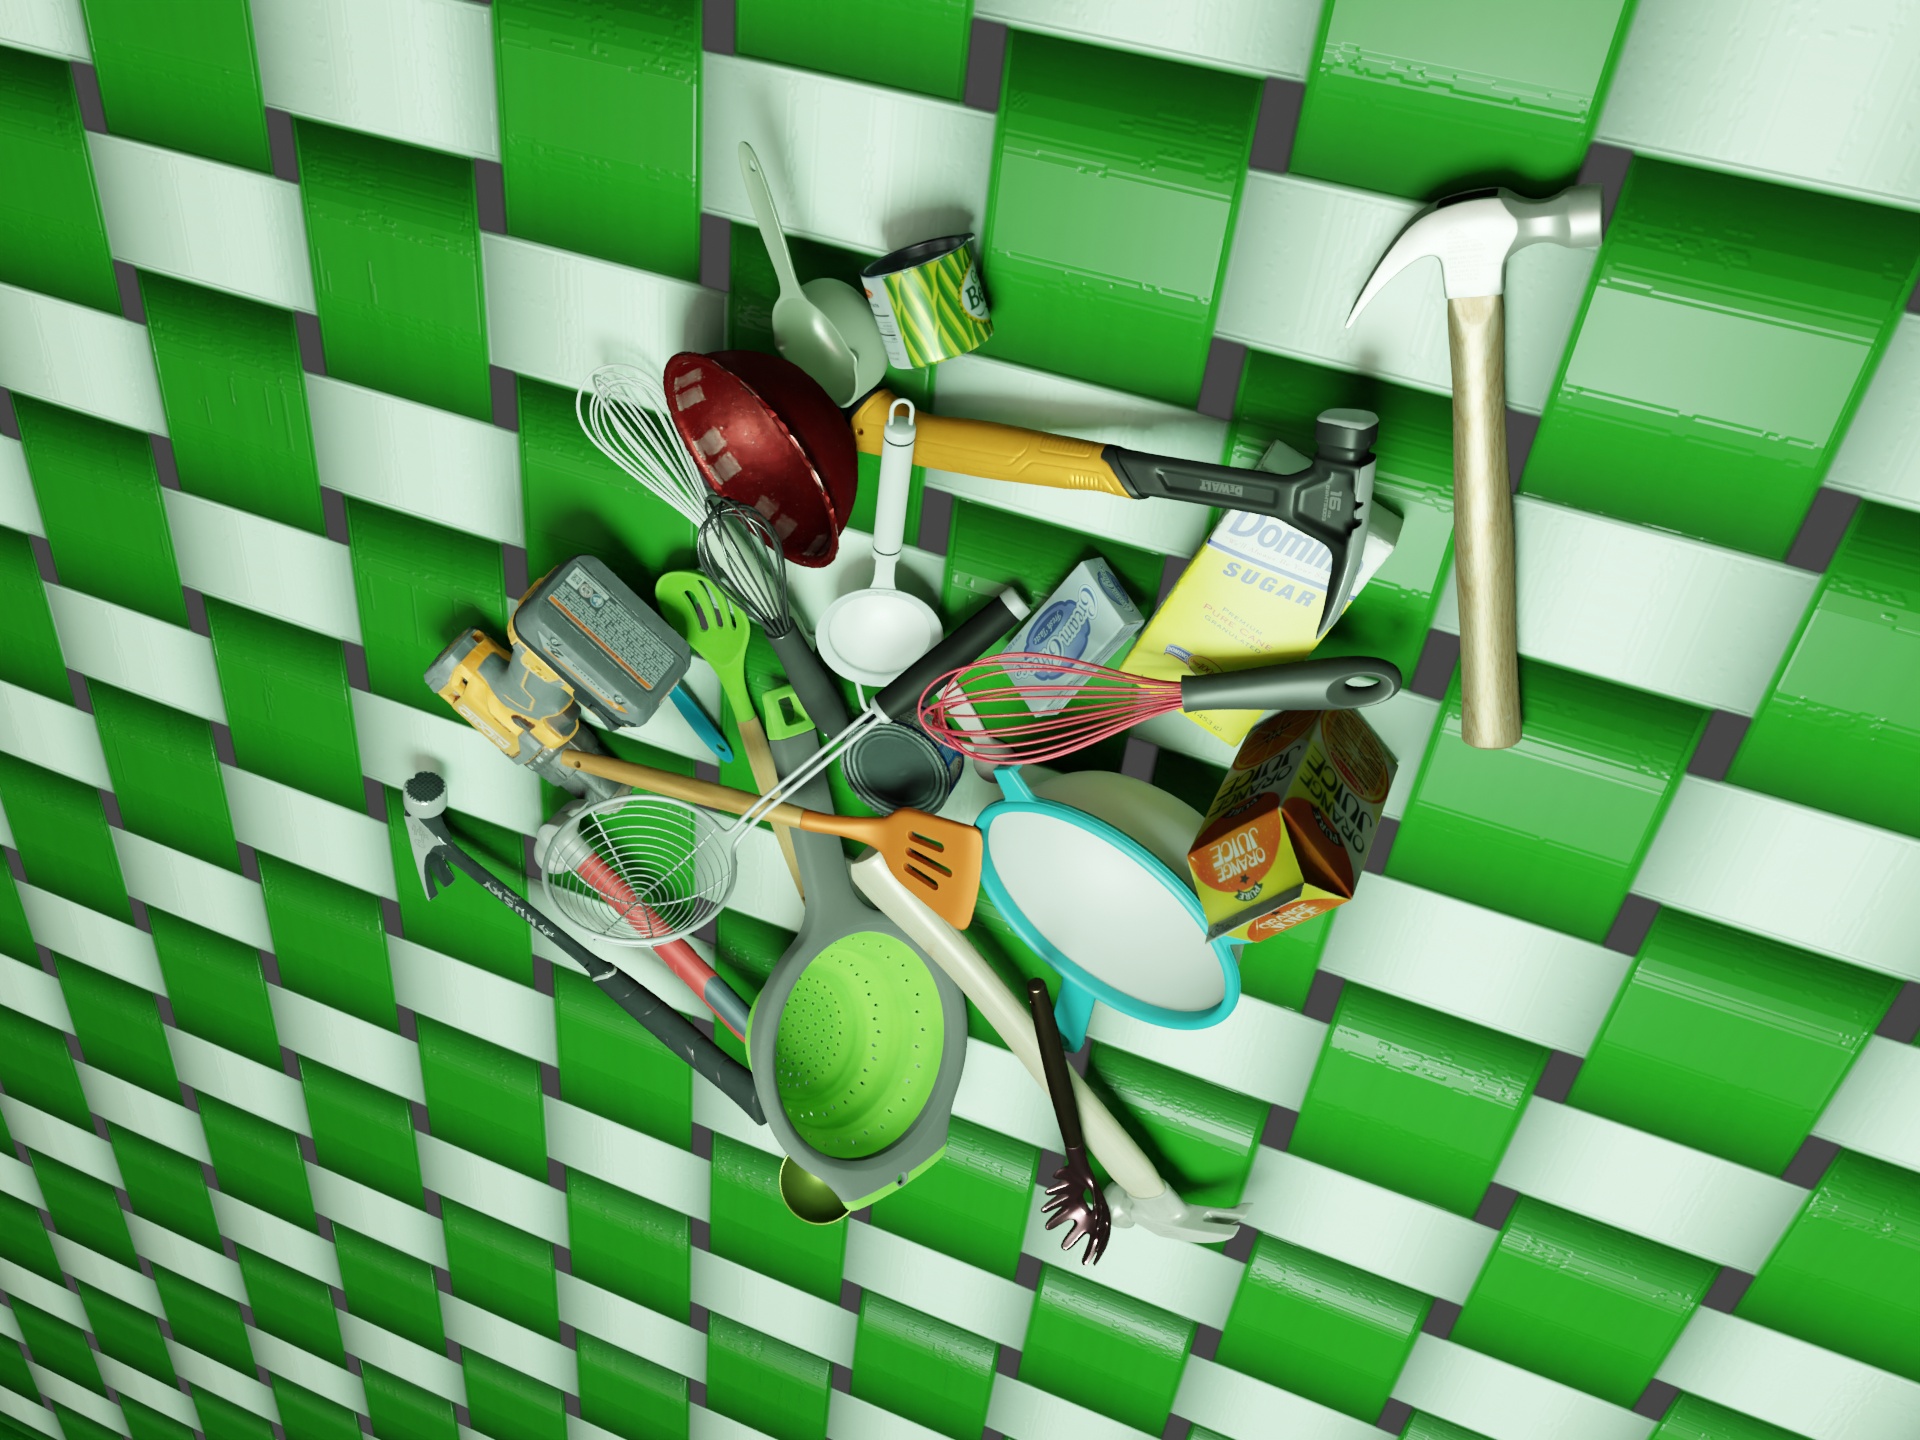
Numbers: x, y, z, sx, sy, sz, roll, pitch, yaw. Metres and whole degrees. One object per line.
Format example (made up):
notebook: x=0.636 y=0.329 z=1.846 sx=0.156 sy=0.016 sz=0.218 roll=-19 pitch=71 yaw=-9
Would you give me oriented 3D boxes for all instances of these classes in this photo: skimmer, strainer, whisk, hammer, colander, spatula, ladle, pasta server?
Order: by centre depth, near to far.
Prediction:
hammer: x=0.291 y=-0.128 z=0.894 sx=0.130 sy=0.031 sz=0.331 roll=2 pitch=122 yaw=24
hammer: x=0.077 y=-0.144 z=0.948 sx=0.337 sy=0.034 sz=0.127 roll=15 pitch=119 yaw=27
whisk: x=0.117 y=-0.014 z=0.972 sx=0.296 sy=0.073 sz=0.073 roll=-4 pitch=120 yaw=14
strainer: x=-0.047 y=-0.107 z=1.035 sx=0.087 sy=0.050 sz=0.258 roll=4 pitch=139 yaw=-5
skimmer: x=-0.113 y=0.020 z=1.053 sx=0.363 sy=0.127 sz=0.090 roll=-38 pitch=144 yaw=9
whisk: x=-0.120 y=-0.062 z=1.081 sx=0.055 sy=0.055 sz=0.238 roll=2 pitch=142 yaw=24
whisk: x=-0.176 y=-0.139 z=1.097 sx=0.059 sy=0.058 sz=0.246 roll=-35 pitch=110 yaw=2
spatula: x=-0.137 y=0.067 z=1.122 sx=0.322 sy=0.041 sz=0.081 roll=14 pitch=115 yaw=10
strainer: x=0.113 y=0.139 z=1.130 sx=0.211 sy=0.095 sz=0.340 roll=33 pitch=151 yaw=17
pasta server: x=0.076 y=0.305 z=1.194 sx=0.060 sy=0.040 sz=0.315 roll=27 pitch=144 yaw=38
hammer: x=0.061 y=0.248 z=1.209 sx=0.410 sy=0.038 sz=0.146 roll=52 pitch=146 yaw=-16
colander: x=-0.115 y=0.168 z=1.219 sx=0.094 sy=0.204 sz=0.397 roll=-2 pitch=103 yaw=47
hammer: x=-0.198 y=0.218 z=1.294 sx=0.386 sy=0.038 sz=0.143 roll=46 pitch=154 yaw=-3
hammer: x=-0.316 y=0.206 z=1.344 sx=0.409 sy=0.036 sz=0.149 roll=36 pitch=141 yaw=13
ladle: x=-0.107 y=0.307 z=1.356 sx=0.078 sy=0.062 sz=0.320 roll=17 pitch=124 yaw=13

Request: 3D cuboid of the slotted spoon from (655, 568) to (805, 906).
slotted spoon: x=-0.156 y=0.019 z=1.205 sx=0.070 sy=0.031 sz=0.313 roll=0 pitch=123 yaw=25

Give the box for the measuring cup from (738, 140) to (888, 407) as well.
measuring cup: x=-0.090 y=-0.270 z=0.953 sx=0.083 sy=0.038 sz=0.167 roll=21 pitch=140 yaw=46

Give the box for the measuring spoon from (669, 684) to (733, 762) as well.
measuring spoon: x=-0.207 y=-0.020 z=1.212 sx=0.042 sy=0.021 sz=0.128 roll=-9 pitch=127 yaw=39

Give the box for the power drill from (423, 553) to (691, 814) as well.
power drill: x=-0.288 y=-0.015 z=1.194 sx=0.185 sy=0.084 sz=0.226 roll=45 pitch=143 yaw=-17

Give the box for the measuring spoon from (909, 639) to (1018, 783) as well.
measuring spoon: x=-0.002 y=-0.004 z=1.122 sx=0.034 sy=0.018 sz=0.124 roll=-24 pitch=108 yaw=35
